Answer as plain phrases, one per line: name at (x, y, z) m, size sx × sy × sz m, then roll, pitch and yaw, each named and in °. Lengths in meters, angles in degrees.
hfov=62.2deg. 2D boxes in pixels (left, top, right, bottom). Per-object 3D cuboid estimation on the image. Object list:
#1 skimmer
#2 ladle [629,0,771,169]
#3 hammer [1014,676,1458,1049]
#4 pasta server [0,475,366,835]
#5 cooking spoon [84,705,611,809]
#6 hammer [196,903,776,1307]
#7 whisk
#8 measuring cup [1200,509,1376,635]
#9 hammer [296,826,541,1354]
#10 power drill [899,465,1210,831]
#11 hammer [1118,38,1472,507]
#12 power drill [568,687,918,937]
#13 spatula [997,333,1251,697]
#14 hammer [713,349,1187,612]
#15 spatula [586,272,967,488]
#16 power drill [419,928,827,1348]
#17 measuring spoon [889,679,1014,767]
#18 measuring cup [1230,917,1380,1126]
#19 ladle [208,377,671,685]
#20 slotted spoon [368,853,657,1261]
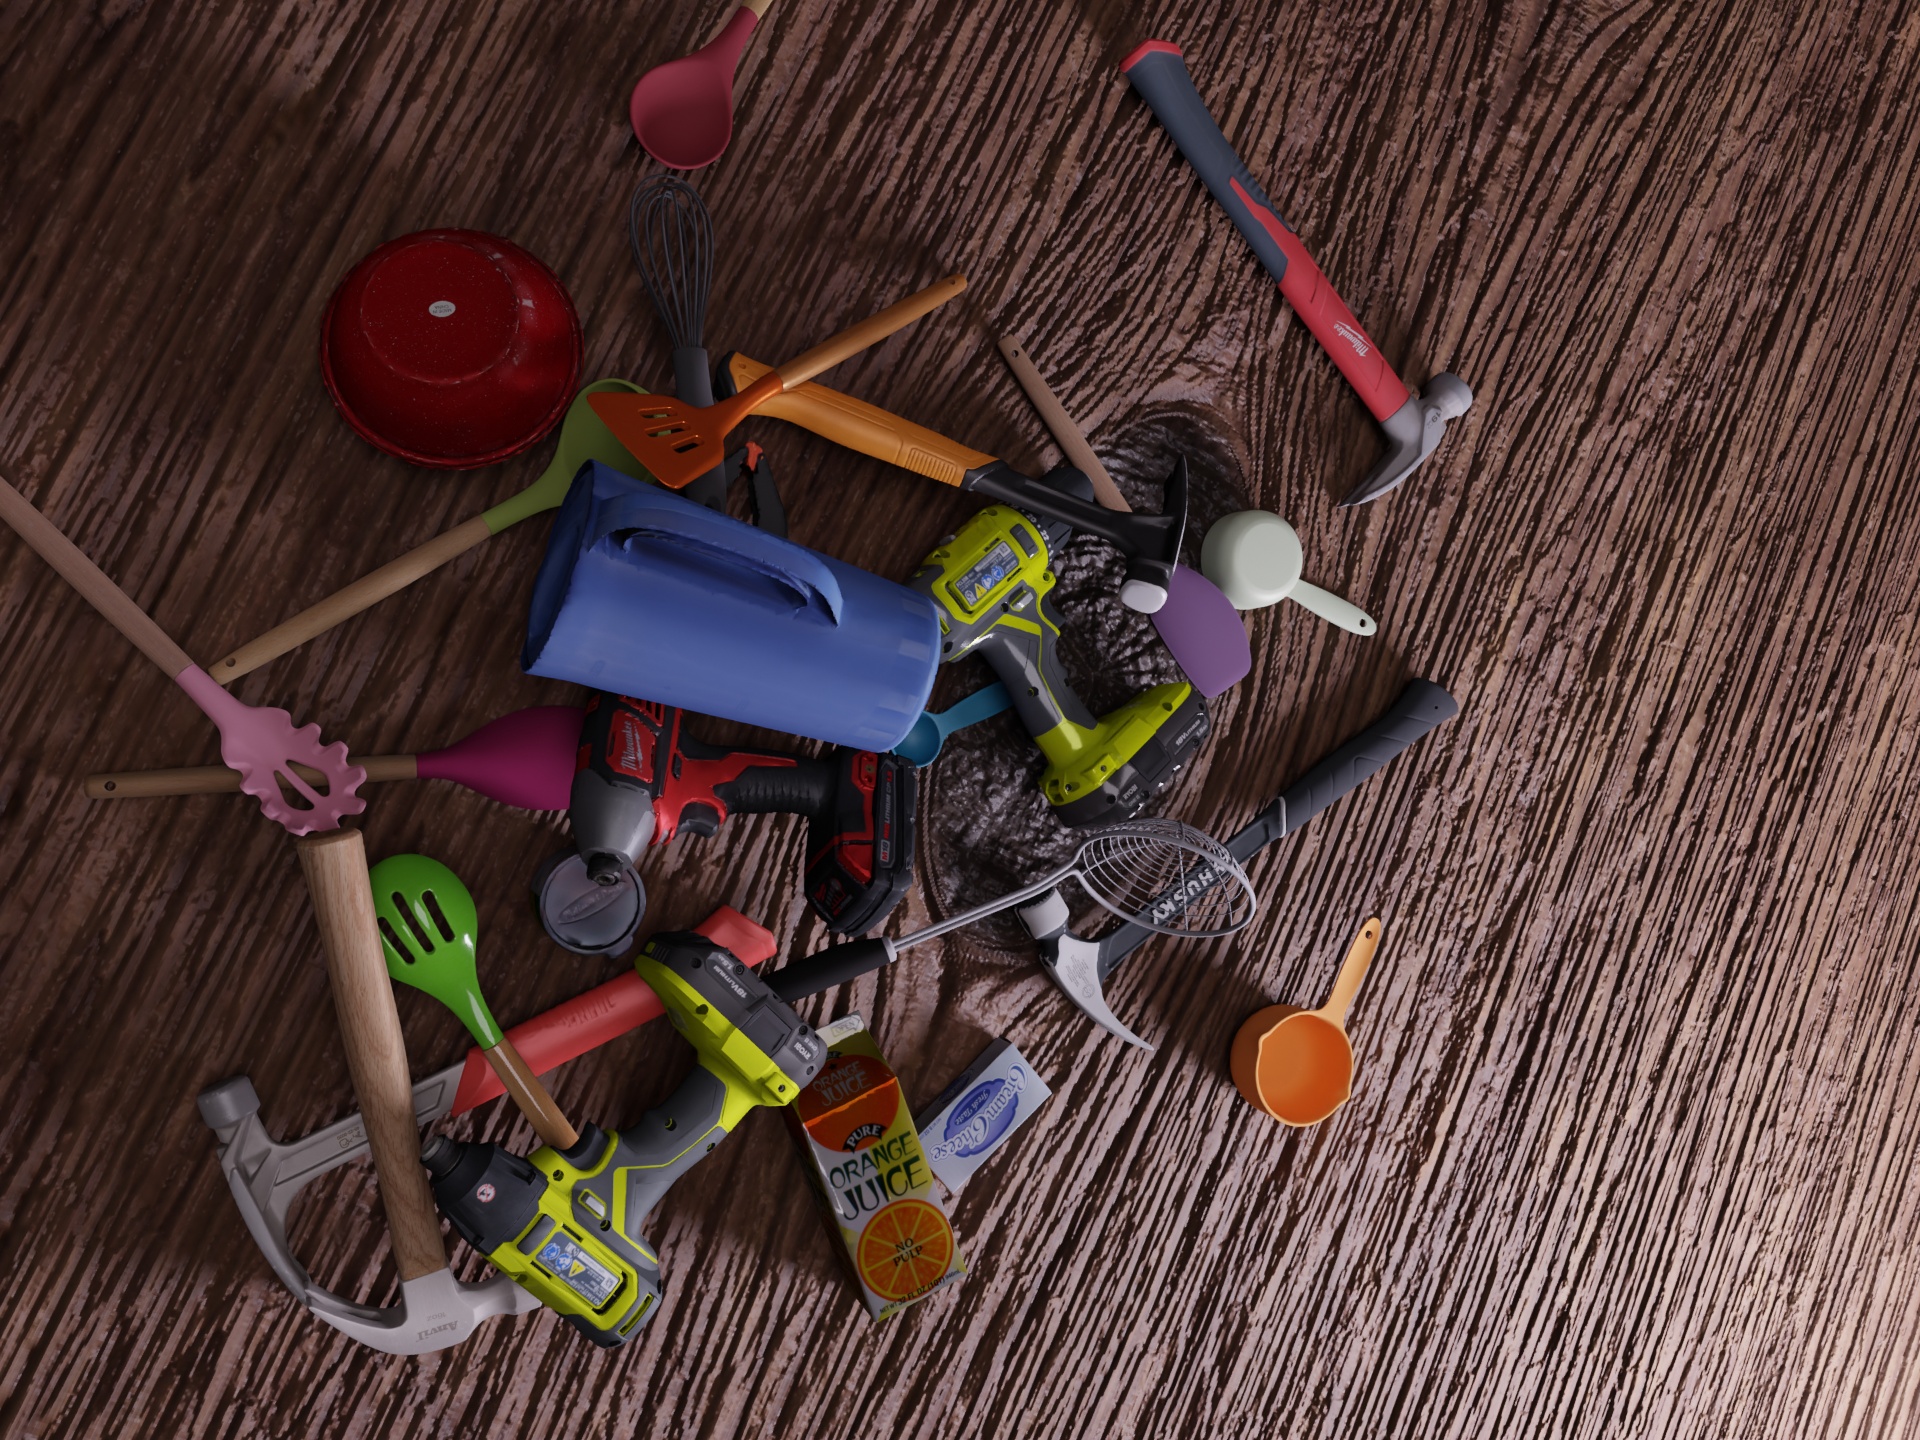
skimmer at (0.017, 0.156, 1.080) m, size 0.363 × 0.127 × 0.090 m, roll -20°, pitch 53°, yaw -7°
ladle at (-0.132, -0.502, 1.083) m, size 0.069 × 0.031 × 0.315 m, roll 33°, pitch 77°, yaw -21°
hammer at (0.235, 0.090, 1.226) m, size 0.409 × 0.036 × 0.149 m, roll -34°, pitch 103°, yaw -18°
pasta server at (-0.475, -0.050, 0.931) m, size 0.316 × 0.040 × 0.060 m, roll 47°, pitch 64°, yaw -10°
cooking spoon at (-0.368, 0.031, 0.995) m, size 0.318 × 0.017 × 0.069 m, roll -3°, pitch 90°, yaw -22°
hammer at (-0.281, 0.224, 1.021) m, size 0.359 × 0.037 × 0.149 m, roll -25°, pitch 99°, yaw -19°
whisk at (-0.180, -0.239, 1.040) m, size 0.055 × 0.055 × 0.239 m, roll -7°, pitch 87°, yaw -21°
measuring cup at (0.265, -0.106, 1.234) m, size 0.167 × 0.038 × 0.083 m, roll 25°, pitch 81°, yaw -18°
hammer at (-0.345, 0.225, 0.947) m, size 0.130 × 0.031 × 0.331 m, roll -14°, pitch 104°, yaw -25°
power drill at (0.074, -0.055, 1.139) m, size 0.190 × 0.080 × 0.228 m, roll -43°, pitch 102°, yaw -26°
hammer at (0.240, -0.347, 1.224) m, size 0.143 × 0.038 × 0.386 m, roll -45°, pitch 105°, yaw -14°
power drill at (-0.143, 0.061, 1.027) m, size 0.219 × 0.078 × 0.143 m, roll 18°, pitch 51°, yaw -21°
spatula at (0.122, -0.154, 1.188) m, size 0.060 × 0.018 × 0.315 m, roll -36°, pitch 103°, yaw 0°
hammer at (-0.004, -0.183, 1.091) m, size 0.337 × 0.034 × 0.127 m, roll 20°, pitch 56°, yaw -6°
spatula at (-0.102, -0.237, 1.046) m, size 0.081 × 0.041 × 0.322 m, roll 47°, pitch 56°, yaw 7°
power drill at (-0.203, 0.245, 0.976) m, size 0.171 × 0.080 × 0.223 m, roll 49°, pitch 68°, yaw -22°
measuring spoon at (-0.002, -0.004, 1.145) m, size 0.128 × 0.021 × 0.042 m, roll -26°, pitch 97°, yaw -29°
measuring cup at (0.272, 0.227, 1.233) m, size 0.095 × 0.052 × 0.174 m, roll 35°, pitch 76°, yaw -18°
ladle at (-0.323, -0.115, 0.994) m, size 0.320 × 0.062 × 0.078 m, roll -33°, pitch 76°, yaw -15°
slotted spoon at (-0.275, 0.221, 0.991) m, size 0.070 × 0.031 × 0.313 m, roll -32°, pitch 103°, yaw -11°
